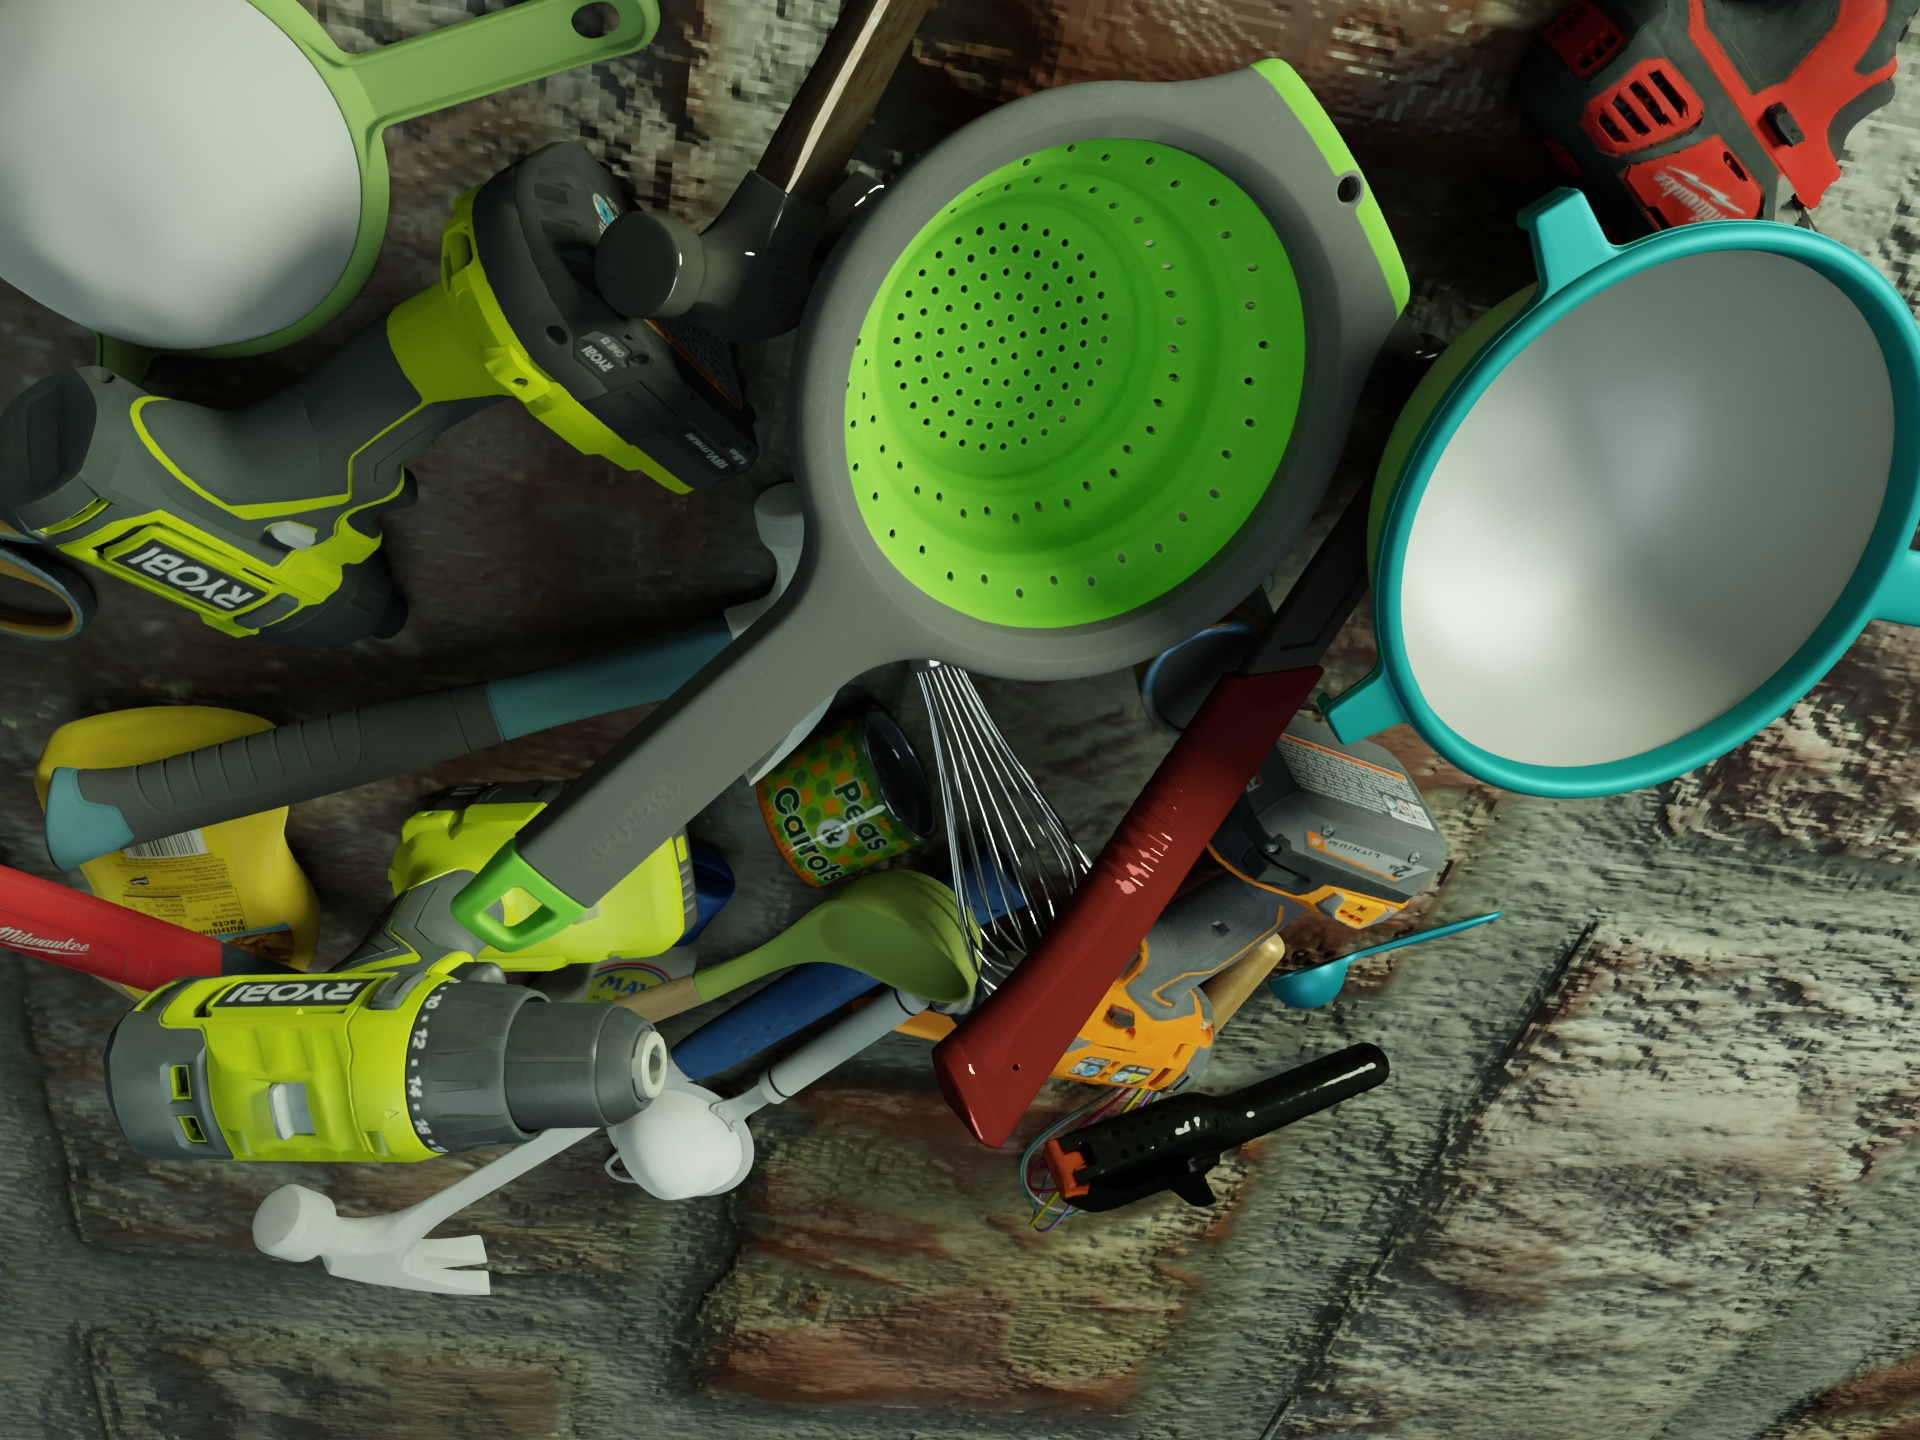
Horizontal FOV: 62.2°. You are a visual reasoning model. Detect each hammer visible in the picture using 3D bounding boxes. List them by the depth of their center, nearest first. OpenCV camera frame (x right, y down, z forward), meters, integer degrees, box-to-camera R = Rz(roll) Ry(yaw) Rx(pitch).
[{"bbox_3d":[0.005,-0.261,0.475,0.031,0.130,0.331,38,111,12],"label":"hammer"},{"bbox_3d":[0.110,0.016,0.635,0.149,0.037,0.359,35,89,-26],"label":"hammer"},{"bbox_3d":[-0.206,-0.002,0.655,0.331,0.033,0.128,-15,130,-9],"label":"hammer"},{"bbox_3d":[-0.307,0.102,0.677,0.143,0.038,0.385,-29,145,15],"label":"hammer"},{"bbox_3d":[-0.146,0.180,0.805,0.405,0.035,0.143,-31,142,7],"label":"hammer"}]

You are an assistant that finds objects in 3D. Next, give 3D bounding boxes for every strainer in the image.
[{"bbox_3d":[-0.222,-0.190,0.519,0.256,0.069,0.151,-14,128,7],"label":"strainer"},{"bbox_3d":[0.290,-0.075,0.604,0.340,0.095,0.211,7,116,-20],"label":"strainer"},{"bbox_3d":[-0.107,0.201,0.859,0.258,0.050,0.086,-36,107,19],"label":"strainer"}]

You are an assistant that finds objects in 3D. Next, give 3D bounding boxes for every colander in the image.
[{"bbox_3d":[-0.031,-0.071,0.572,0.397,0.095,0.204,-41,124,4],"label":"colander"}]

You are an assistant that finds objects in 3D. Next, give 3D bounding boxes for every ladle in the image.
[{"bbox_3d":[-0.143,0.142,0.732,0.320,0.062,0.078,-20,136,6],"label":"ladle"}]

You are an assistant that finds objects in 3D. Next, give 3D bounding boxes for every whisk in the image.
[{"bbox_3d":[0.000,-0.003,0.658,0.070,0.070,0.284,-19,105,9],"label":"whisk"},{"bbox_3d":[0.103,0.202,0.888,0.047,0.051,0.245,7,127,-41],"label":"whisk"}]

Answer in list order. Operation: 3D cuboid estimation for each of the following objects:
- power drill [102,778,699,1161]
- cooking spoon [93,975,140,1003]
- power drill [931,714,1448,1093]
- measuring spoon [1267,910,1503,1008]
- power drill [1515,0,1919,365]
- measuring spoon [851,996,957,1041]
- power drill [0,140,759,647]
[{"bbox_3d":[-0.186,0.097,0.631,0.190,0.228,0.080,-3,107,9],"label":"power drill"},{"bbox_3d":[-0.408,0.129,0.788,0.069,0.017,0.318,-30,126,16],"label":"cooking spoon"},{"bbox_3d":[0.099,0.095,0.759,0.164,0.084,0.226,17,128,-34],"label":"power drill"},{"bbox_3d":[0.226,0.128,0.838,0.128,0.021,0.042,-17,171,2],"label":"measuring spoon"},{"bbox_3d":[0.329,-0.227,0.543,0.226,0.080,0.187,-38,123,26],"label":"power drill"},{"bbox_3d":[-0.004,0.165,0.864,0.117,0.011,0.021,16,124,-13],"label":"measuring spoon"},{"bbox_3d":[-0.195,-0.098,0.573,0.223,0.080,0.171,-22,157,14],"label":"power drill"}]
